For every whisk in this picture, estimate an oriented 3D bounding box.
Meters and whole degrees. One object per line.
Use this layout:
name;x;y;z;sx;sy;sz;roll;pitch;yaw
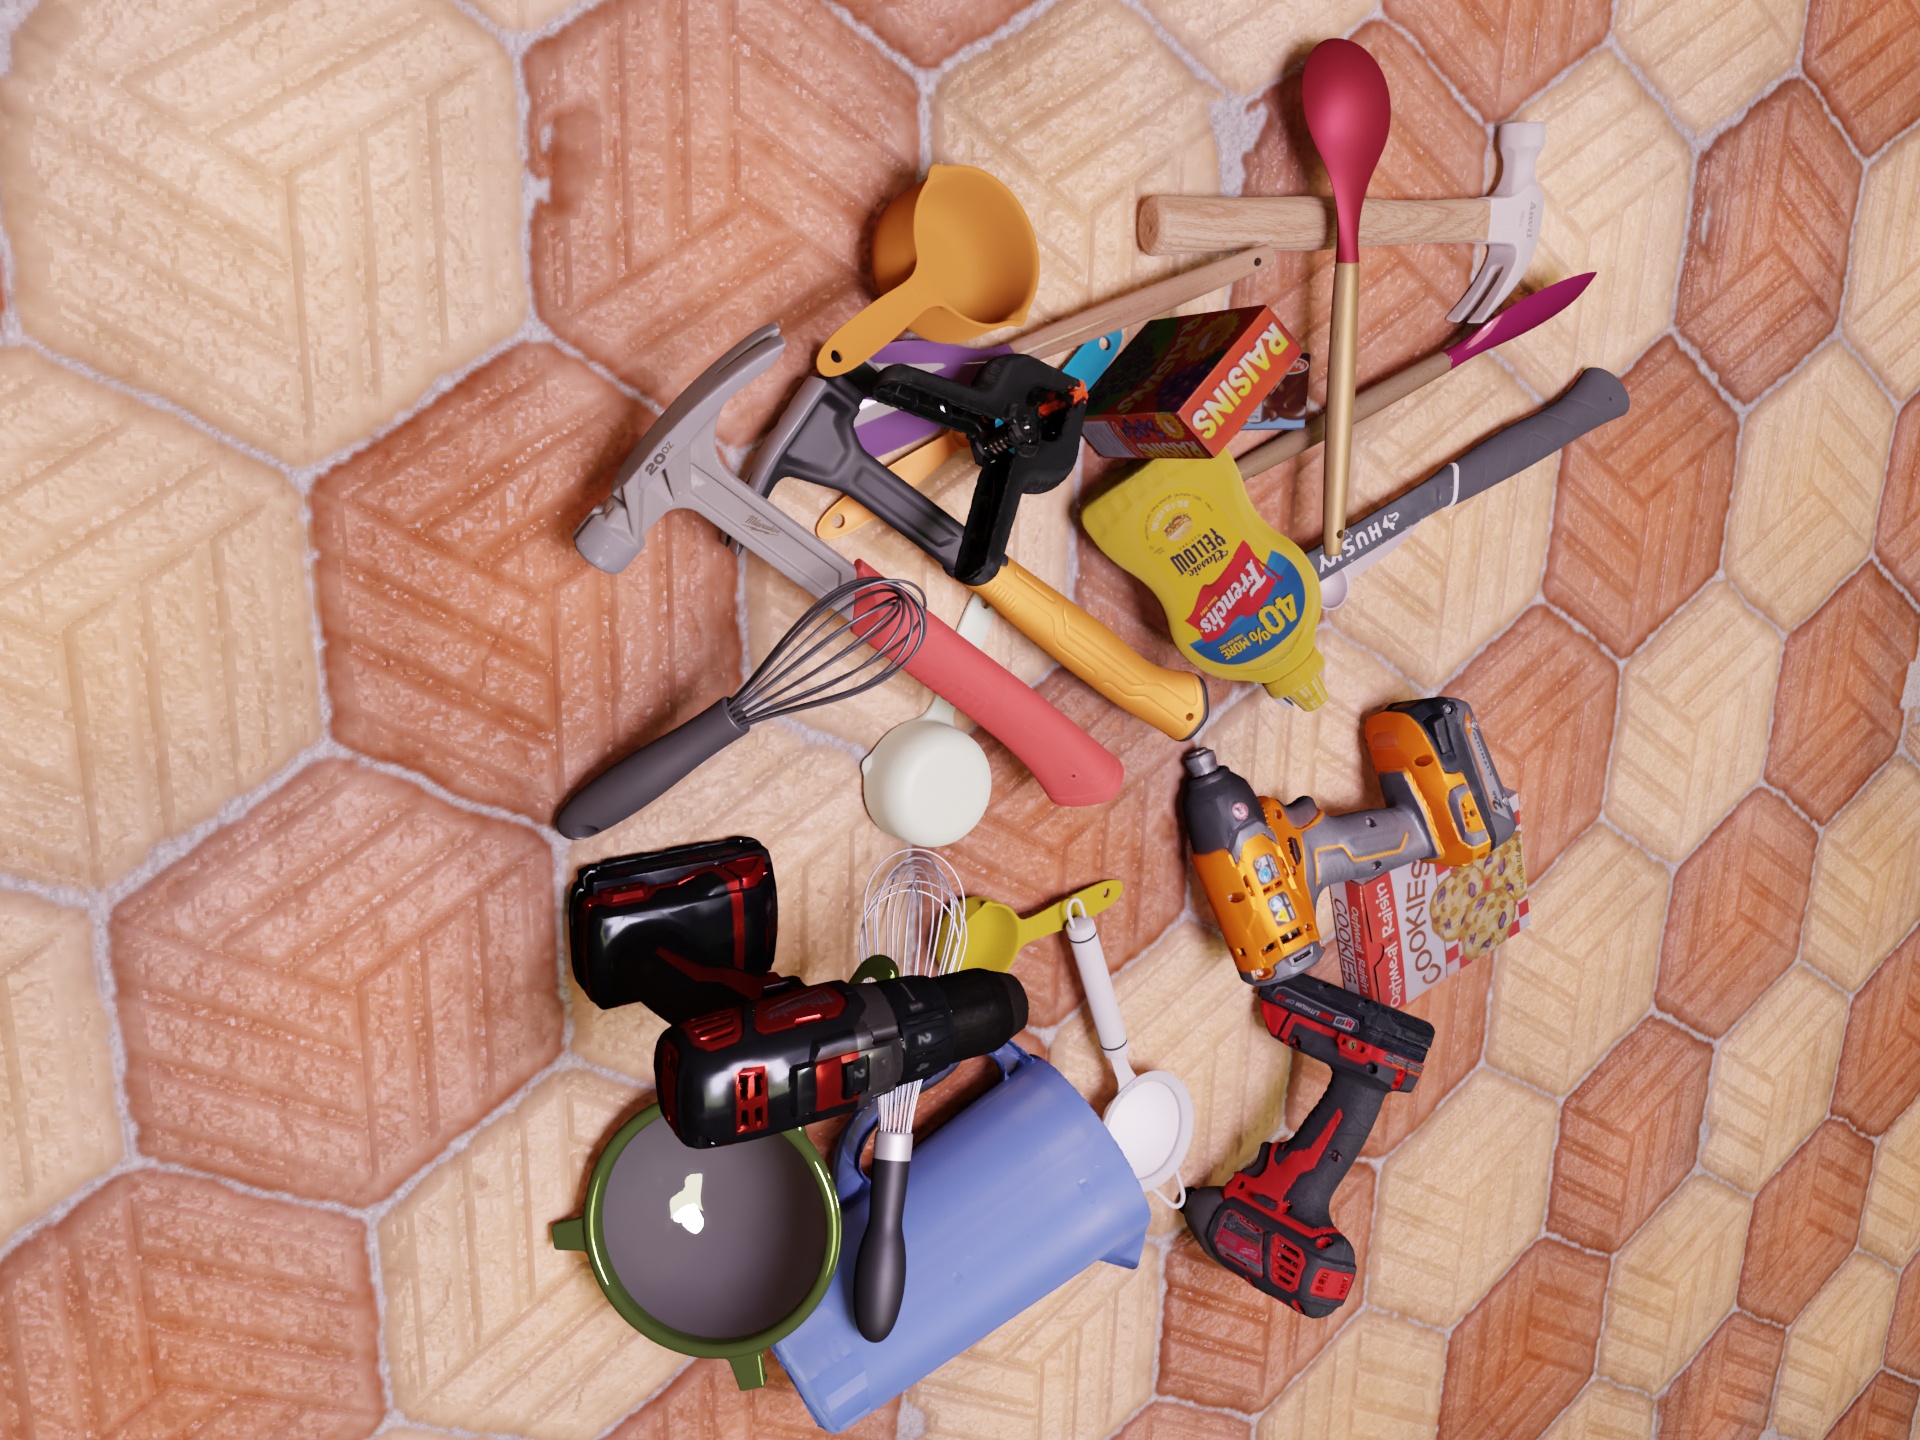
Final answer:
whisk;-0.036;0.217;0.937;0.070;0.070;0.285;12;78;-34
whisk;-0.117;-0.002;0.833;0.239;0.055;0.055;-32;123;14

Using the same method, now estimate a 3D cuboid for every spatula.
spatula;0.050;-0.222;0.921;0.316;0.018;0.059;-24;117;-17

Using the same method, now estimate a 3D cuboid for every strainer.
strainer;0.107;0.226;1.085;0.087;0.050;0.258;-32;119;-29
strainer;-0.109;0.242;0.926;0.151;0.069;0.256;34;92;7

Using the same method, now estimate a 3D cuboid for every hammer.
hammer;-0.025;-0.056;0.870;0.149;0.037;0.358;-44;126;15
hammer;0.330;-0.151;1.109;0.409;0.036;0.149;-29;104;-24
hammer;0.022;-0.072;0.930;0.336;0.034;0.127;33;91;-30
hammer;0.254;-0.318;1.025;0.331;0.031;0.130;-11;109;-29

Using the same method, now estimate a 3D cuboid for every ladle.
ladle;0.239;-0.259;0.995;0.069;0.031;0.315;-9;107;-28

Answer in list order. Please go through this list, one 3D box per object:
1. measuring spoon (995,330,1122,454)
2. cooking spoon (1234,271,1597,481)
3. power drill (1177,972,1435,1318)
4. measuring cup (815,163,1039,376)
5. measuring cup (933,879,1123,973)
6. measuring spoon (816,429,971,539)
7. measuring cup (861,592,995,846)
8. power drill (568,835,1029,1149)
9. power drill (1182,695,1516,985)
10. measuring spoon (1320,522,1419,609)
measuring spoon;0.055;-0.191;0.952;0.042;0.021;0.129;45;69;-18
cooking spoon;0.308;-0.232;1.077;0.319;0.068;0.017;-29;82;-16
power drill;0.241;0.297;1.143;0.078;0.143;0.220;25;84;-39
measuring cup;-0.031;-0.223;0.840;0.174;0.052;0.095;-46;113;-31
measuring cup;0.045;0.128;1.039;0.156;0.029;0.062;-17;114;-40
measuring spoon;-0.037;-0.139;0.913;0.117;0.011;0.021;-37;115;-13
measuring cup;-0.002;-0.003;0.956;0.083;0.038;0.167;18;93;-34
power drill;-0.092;0.134;0.826;0.188;0.227;0.080;-9;109;-29
power drill;0.260;0.063;1.106;0.226;0.084;0.164;-25;94;-20
measuring spoon;0.282;-0.117;1.116;0.124;0.018;0.034;-37;106;-25
